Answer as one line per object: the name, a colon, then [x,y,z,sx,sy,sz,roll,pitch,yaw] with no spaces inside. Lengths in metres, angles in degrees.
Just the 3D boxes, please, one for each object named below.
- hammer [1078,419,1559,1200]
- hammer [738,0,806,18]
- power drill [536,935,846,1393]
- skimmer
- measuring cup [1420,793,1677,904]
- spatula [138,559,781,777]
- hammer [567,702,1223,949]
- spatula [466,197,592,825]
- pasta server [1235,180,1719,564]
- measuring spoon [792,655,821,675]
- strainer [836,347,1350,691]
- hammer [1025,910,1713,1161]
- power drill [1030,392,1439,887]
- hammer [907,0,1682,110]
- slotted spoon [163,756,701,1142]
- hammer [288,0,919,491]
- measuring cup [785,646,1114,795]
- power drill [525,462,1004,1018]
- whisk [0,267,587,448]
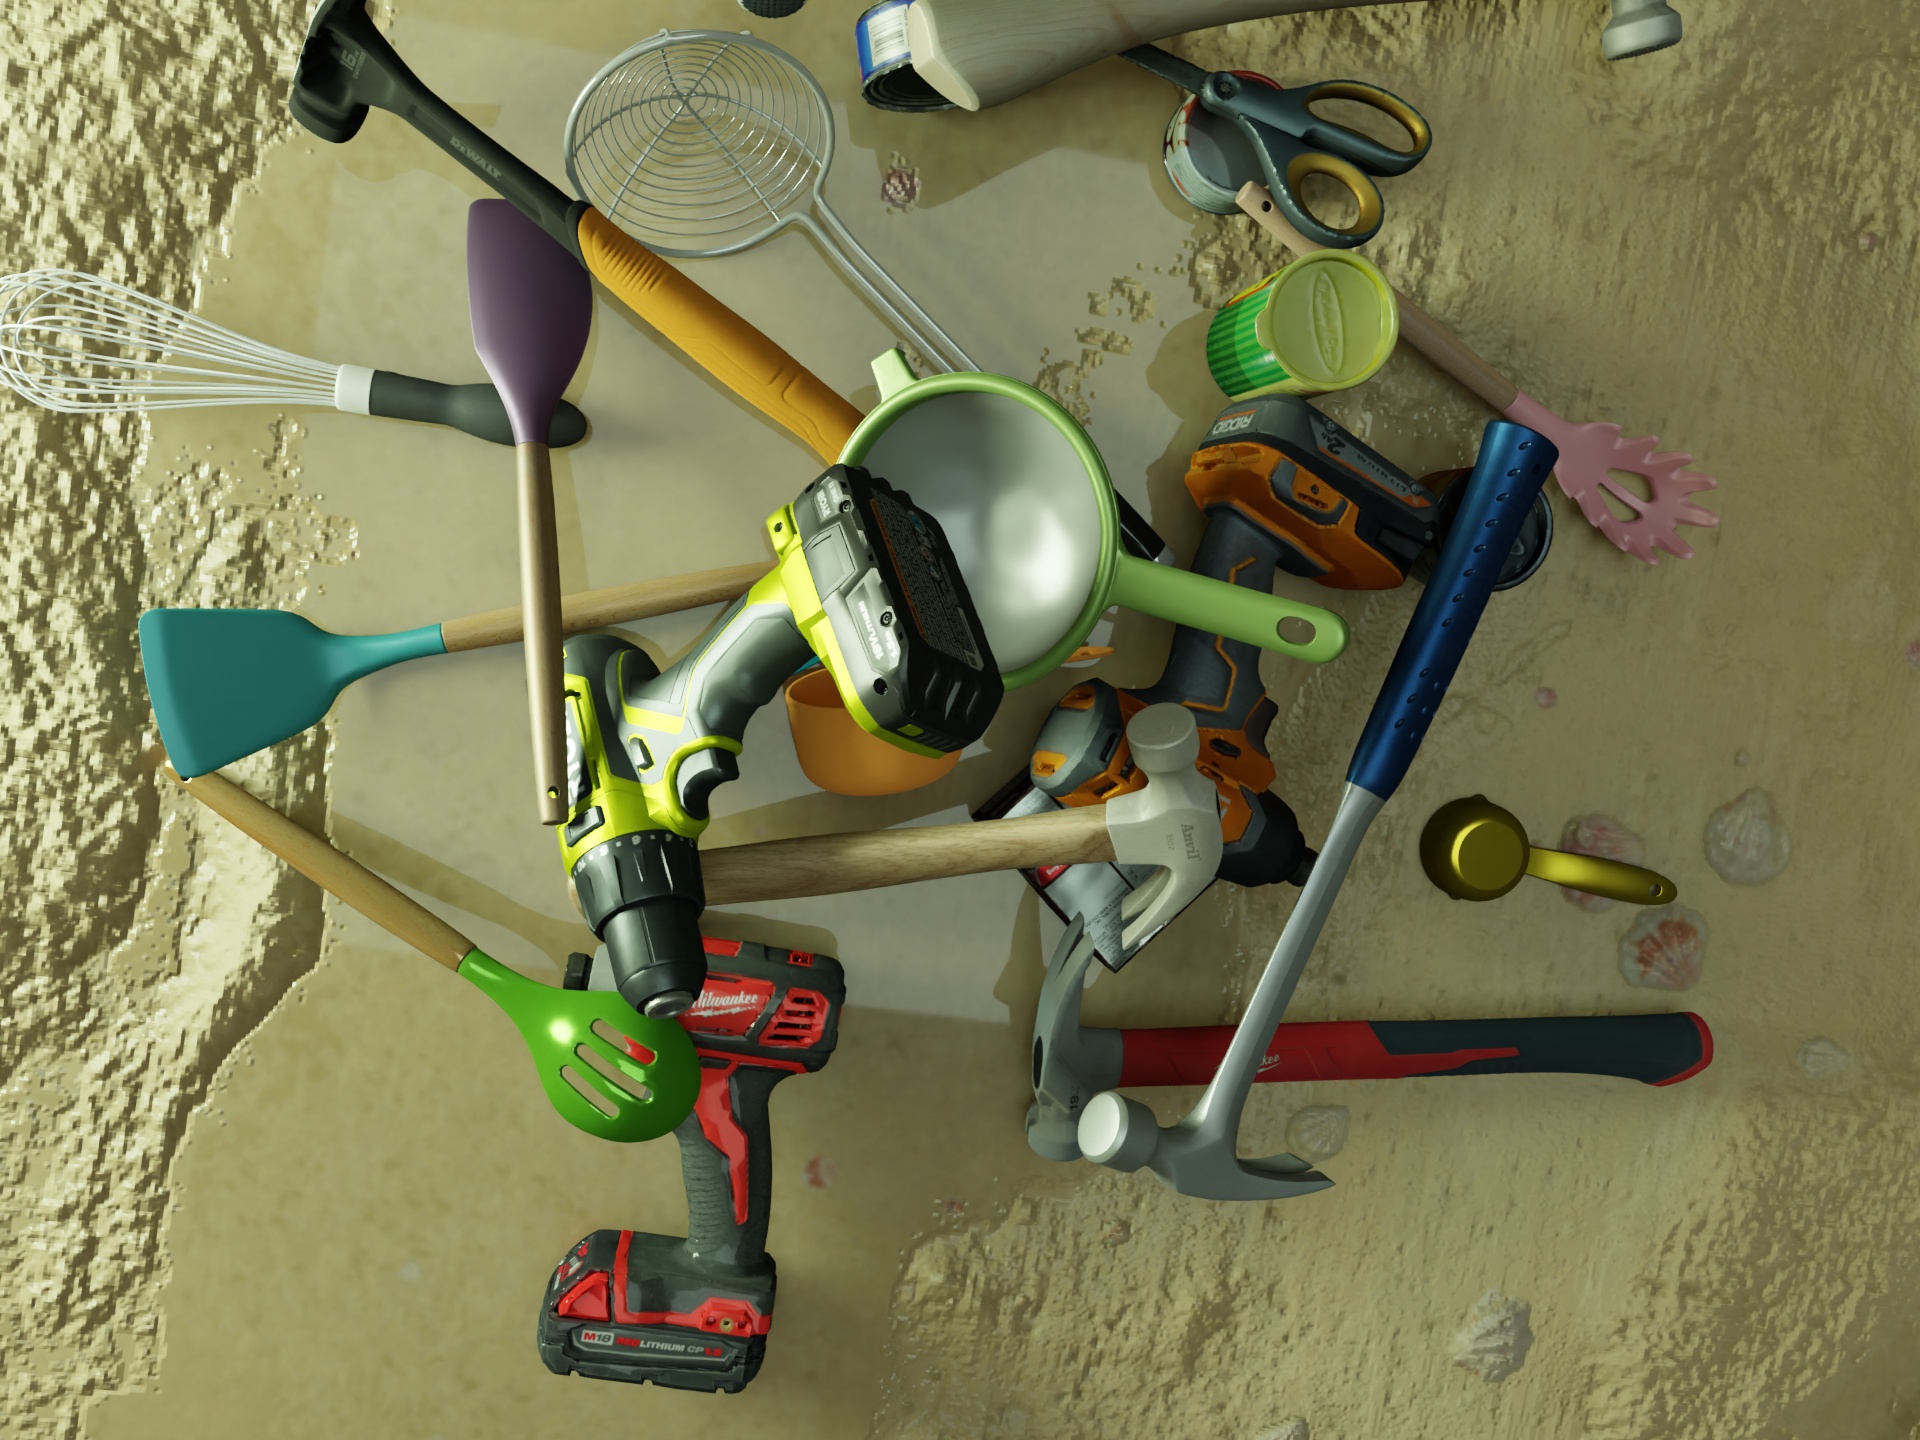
hammer: [0.198,0.047,0.782,0.144,0.035,0.405,26,88,-30]
hammer: [0.090,-0.412,0.794,0.409,0.036,0.149,-1,77,-12]
power drill: [-0.147,0.218,0.818,0.143,0.078,0.219,11,91,-9]
skimmer: [-0.029,-0.185,0.784,0.363,0.090,0.127,43,123,-12]
measuring cup: [0.335,0.083,0.889,0.156,0.029,0.062,13,94,-7]
spatula: [-0.232,-0.045,0.794,0.317,0.044,0.082,-12,94,-7]
hammer: [-0.037,0.069,0.778,0.331,0.031,0.129,-8,130,16]
spatula: [-0.200,-0.106,0.759,0.059,0.018,0.316,-2,77,-18]
pasta server: [0.272,-0.184,0.836,0.316,0.040,0.060,32,98,-15]
measuring spoon: [-0.058,-0.052,0.834,0.128,0.021,0.042,-27,97,5]
strainer: [0.061,-0.075,0.749,0.256,0.069,0.151,18,105,19]
hammer: [0.231,0.167,0.863,0.386,0.038,0.143,0,118,-10]
power drill: [0.152,-0.030,0.809,0.164,0.084,0.226,30,82,-20]
hammer: [0.169,-0.367,0.761,0.410,0.038,0.146,-16,104,-16]
slotted spoon: [-0.263,0.105,0.777,0.314,0.031,0.070,32,87,6]
hammer: [-0.151,-0.215,0.749,0.336,0.127,0.034,36,62,-20]
measuring cup: [-0.001,-0.003,0.812,0.173,0.095,0.052,-9,107,-15]
power drill: [-0.098,0.009,0.725,0.228,0.080,0.191,-34,59,23]
whisk: [-0.324,-0.166,0.765,0.284,0.070,0.070,7,95,-13]
